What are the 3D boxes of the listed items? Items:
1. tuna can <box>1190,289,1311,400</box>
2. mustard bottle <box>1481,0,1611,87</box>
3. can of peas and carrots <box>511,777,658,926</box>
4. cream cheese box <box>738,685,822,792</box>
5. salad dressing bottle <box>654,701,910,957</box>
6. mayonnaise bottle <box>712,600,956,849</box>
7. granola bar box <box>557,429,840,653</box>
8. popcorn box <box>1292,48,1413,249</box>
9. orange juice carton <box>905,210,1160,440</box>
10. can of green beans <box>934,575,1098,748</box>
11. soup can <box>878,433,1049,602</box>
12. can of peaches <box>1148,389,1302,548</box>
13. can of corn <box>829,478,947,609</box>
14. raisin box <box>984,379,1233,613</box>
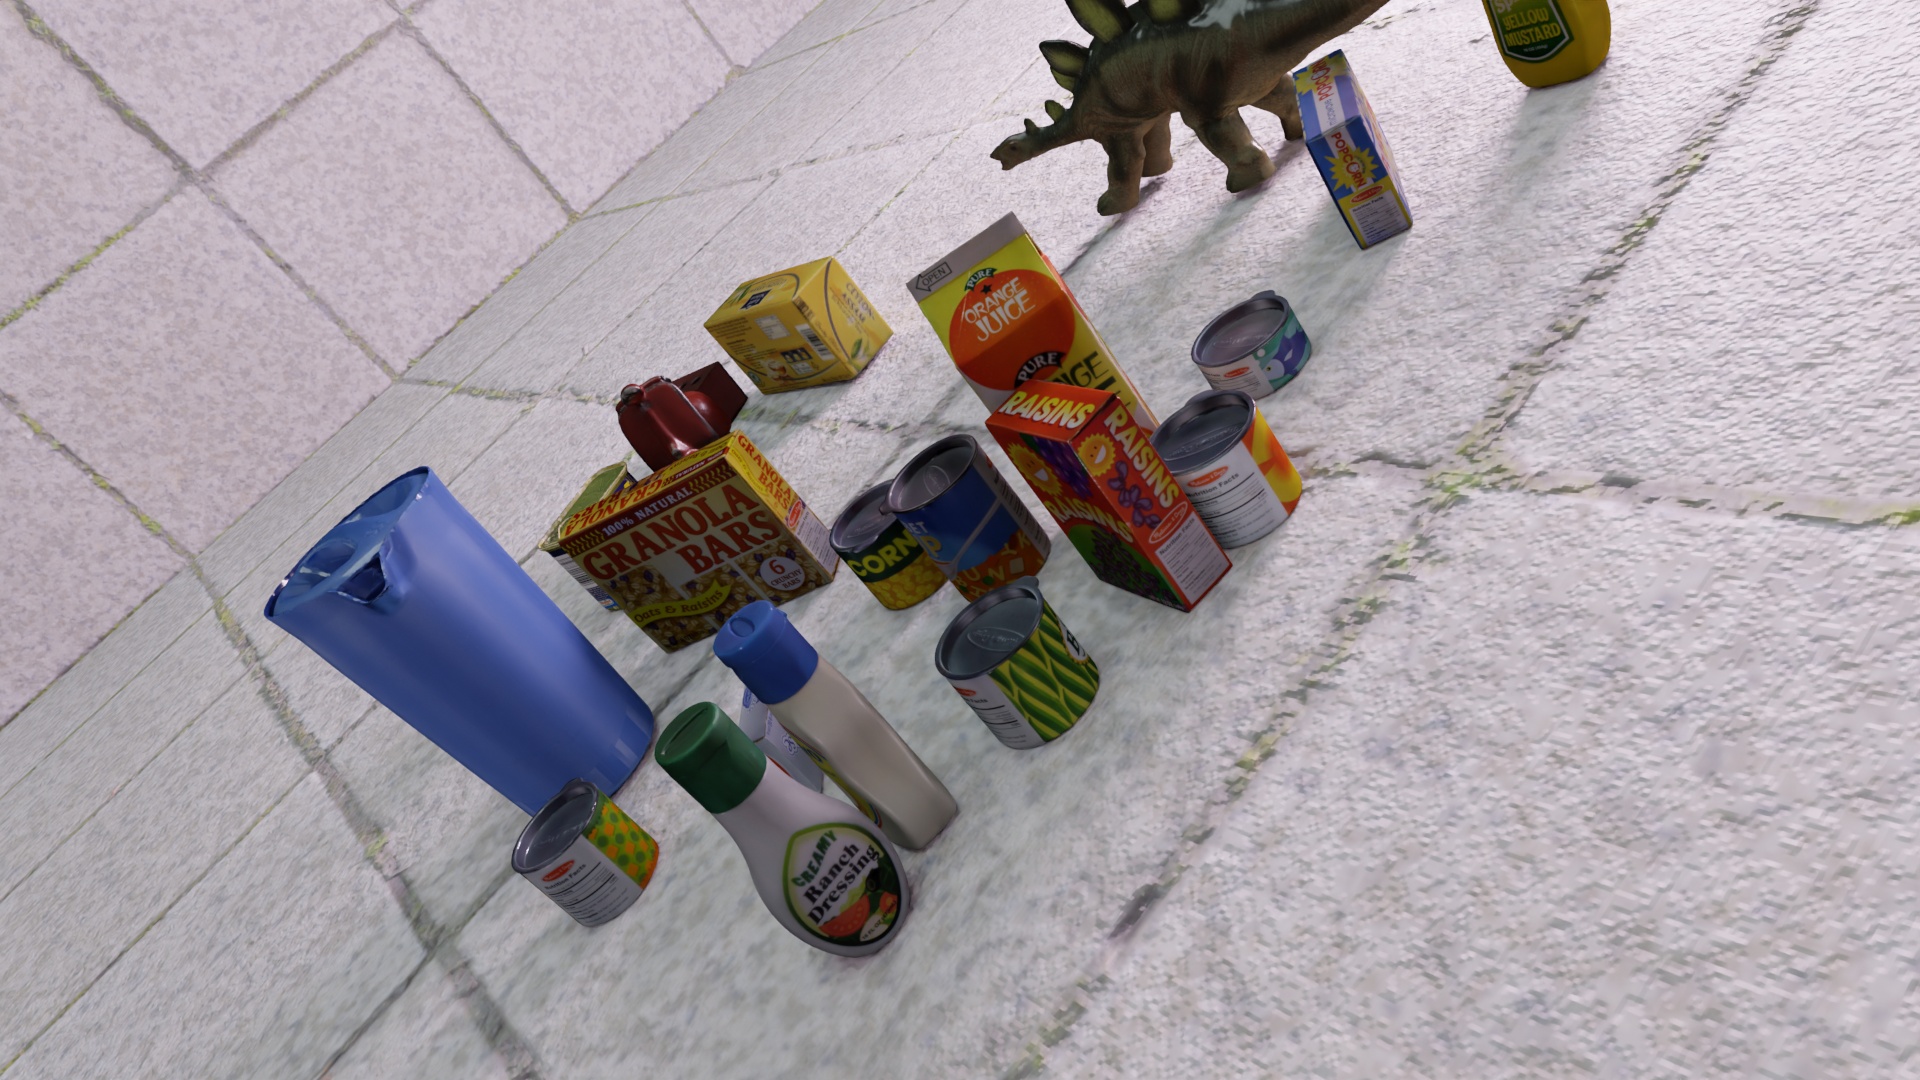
[{"bbox_3d":[0.178,-0.118,0.847,0.071,0.032,0.071,-29,29,18],"label":"tuna can"},{"bbox_3d":[0.353,-0.363,0.870,0.065,0.160,0.049,3,49,53],"label":"mustard bottle"},{"bbox_3d":[-0.226,0.188,0.841,0.071,0.058,0.071,-29,29,18],"label":"can of peas and carrots"},{"bbox_3d":[-0.105,0.105,0.827,0.024,0.053,0.104,-31,28,15],"label":"cream cheese box"},{"bbox_3d":[-0.082,0.136,0.650,0.064,0.147,0.044,-47,28,-16],"label":"salad dressing bottle"},{"bbox_3d":[-0.064,0.092,0.694,0.041,0.147,0.065,-46,28,-14],"label":"mayonnaise bottle"},{"bbox_3d":[-0.188,0.005,1.002,0.165,0.124,0.039,-24,31,27],"label":"granola bar box"},{"bbox_3d":[0.256,-0.258,0.911,0.038,0.085,0.127,-25,30,25],"label":"popcorn box"},{"bbox_3d":[0.052,-0.090,0.783,0.071,0.192,0.073,-33,27,10],"label":"orange juice carton"},{"bbox_3d":[0.030,0.065,0.720,0.071,0.057,0.071,-29,29,18],"label":"can of green beans"},{"bbox_3d":[0.003,-0.011,0.840,0.071,0.083,0.072,-29,29,18],"label":"soup can"},{"bbox_3d":[0.141,-0.039,0.744,0.071,0.058,0.071,-29,29,18],"label":"can of peaches"},{"bbox_3d":[-0.042,0.004,0.900,0.071,0.058,0.071,-29,29,18],"label":"can of corn"},{"bbox_3d":[0.078,-0.025,0.729,0.040,0.123,0.086,-45,28,-13],"label":"raisin box"}]
